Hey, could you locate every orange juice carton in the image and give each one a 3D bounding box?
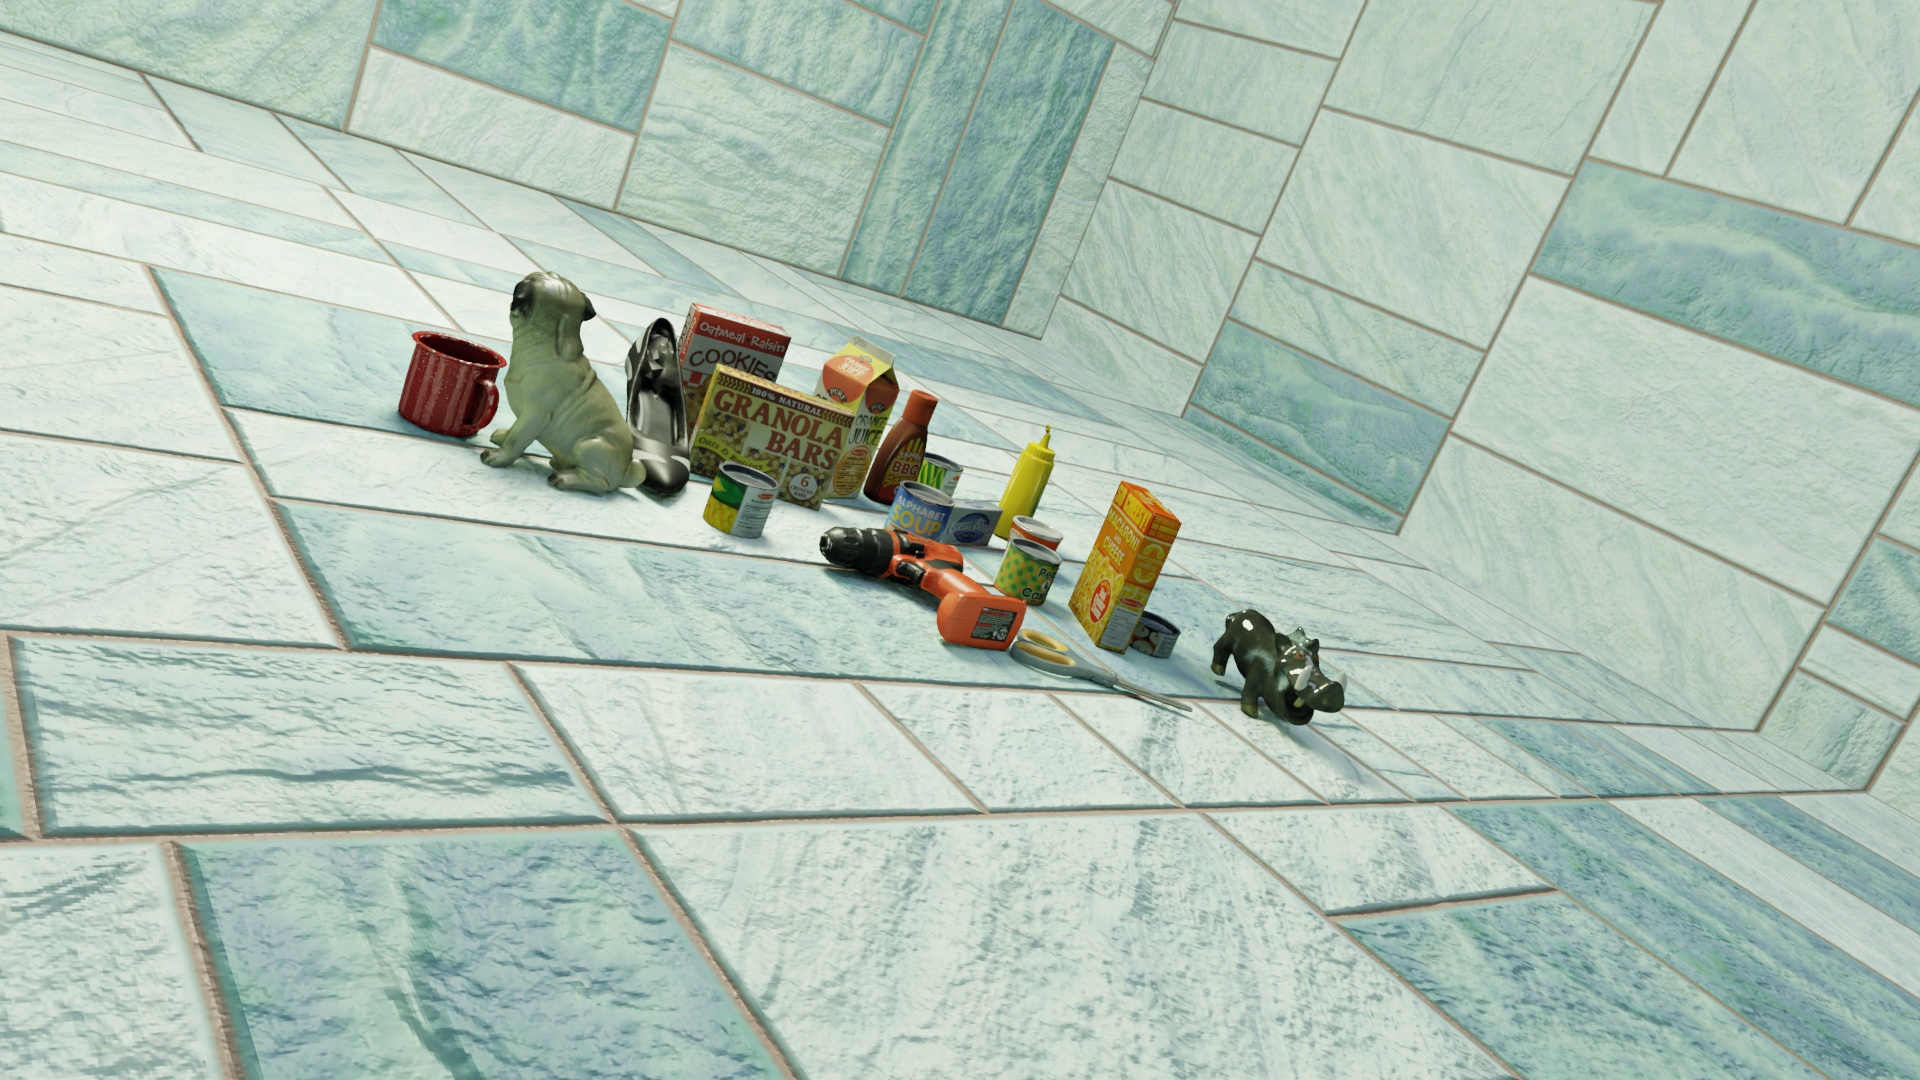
[{"bbox_3d":[-0.139,-0.152,1.705,0.072,0.192,0.073,30,16,28],"label":"orange juice carton"}]

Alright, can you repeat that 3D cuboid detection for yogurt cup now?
[{"bbox_3d":[0.089,0.006,1.748,0.072,0.053,0.072,21,15,-6],"label":"yogurt cup"}]

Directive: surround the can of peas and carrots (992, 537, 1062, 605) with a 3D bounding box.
[{"bbox_3d":[0.080,0.037,1.618,0.071,0.058,0.071,21,15,-6],"label":"can of peas and carrots"}]

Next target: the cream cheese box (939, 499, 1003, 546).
[{"bbox_3d":[0.006,-0.022,1.728,0.024,0.053,0.104,33,18,35],"label":"cream cheese box"}]

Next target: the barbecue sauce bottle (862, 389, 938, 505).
[{"bbox_3d":[-0.072,-0.119,1.771,0.065,0.148,0.044,9,19,-42],"label":"barbecue sauce bottle"}]

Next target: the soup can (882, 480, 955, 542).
[{"bbox_3d":[-0.052,-0.016,1.566,0.071,0.083,0.071,21,15,-6],"label":"soup can"}]

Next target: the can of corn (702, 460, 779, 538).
[{"bbox_3d":[-0.231,-0.043,1.452,0.071,0.058,0.071,21,15,-6],"label":"can of corn"}]

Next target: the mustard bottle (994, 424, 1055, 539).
[{"bbox_3d":[0.090,-0.078,1.837,0.049,0.159,0.065,23,14,4],"label":"mustard bottle"}]

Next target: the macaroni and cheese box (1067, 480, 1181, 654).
[{"bbox_3d":[0.186,0.029,1.590,0.040,0.166,0.124,18,15,-18],"label":"macaroni and cheese box"}]

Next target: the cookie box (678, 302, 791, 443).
[{"bbox_3d":[-0.290,-0.190,1.670,0.123,0.167,0.040,12,18,-35],"label":"cookie box"}]

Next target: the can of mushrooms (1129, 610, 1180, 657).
[{"bbox_3d":[0.219,0.107,1.622,0.071,0.033,0.071,21,15,-6],"label":"can of mushrooms"}]

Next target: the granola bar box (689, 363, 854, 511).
[{"bbox_3d":[-0.220,-0.117,1.600,0.165,0.124,0.039,18,15,-18],"label":"granola bar box"}]

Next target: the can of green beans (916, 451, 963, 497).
[{"bbox_3d":[-0.037,-0.081,1.867,0.071,0.057,0.071,21,15,-6],"label":"can of green beans"}]
